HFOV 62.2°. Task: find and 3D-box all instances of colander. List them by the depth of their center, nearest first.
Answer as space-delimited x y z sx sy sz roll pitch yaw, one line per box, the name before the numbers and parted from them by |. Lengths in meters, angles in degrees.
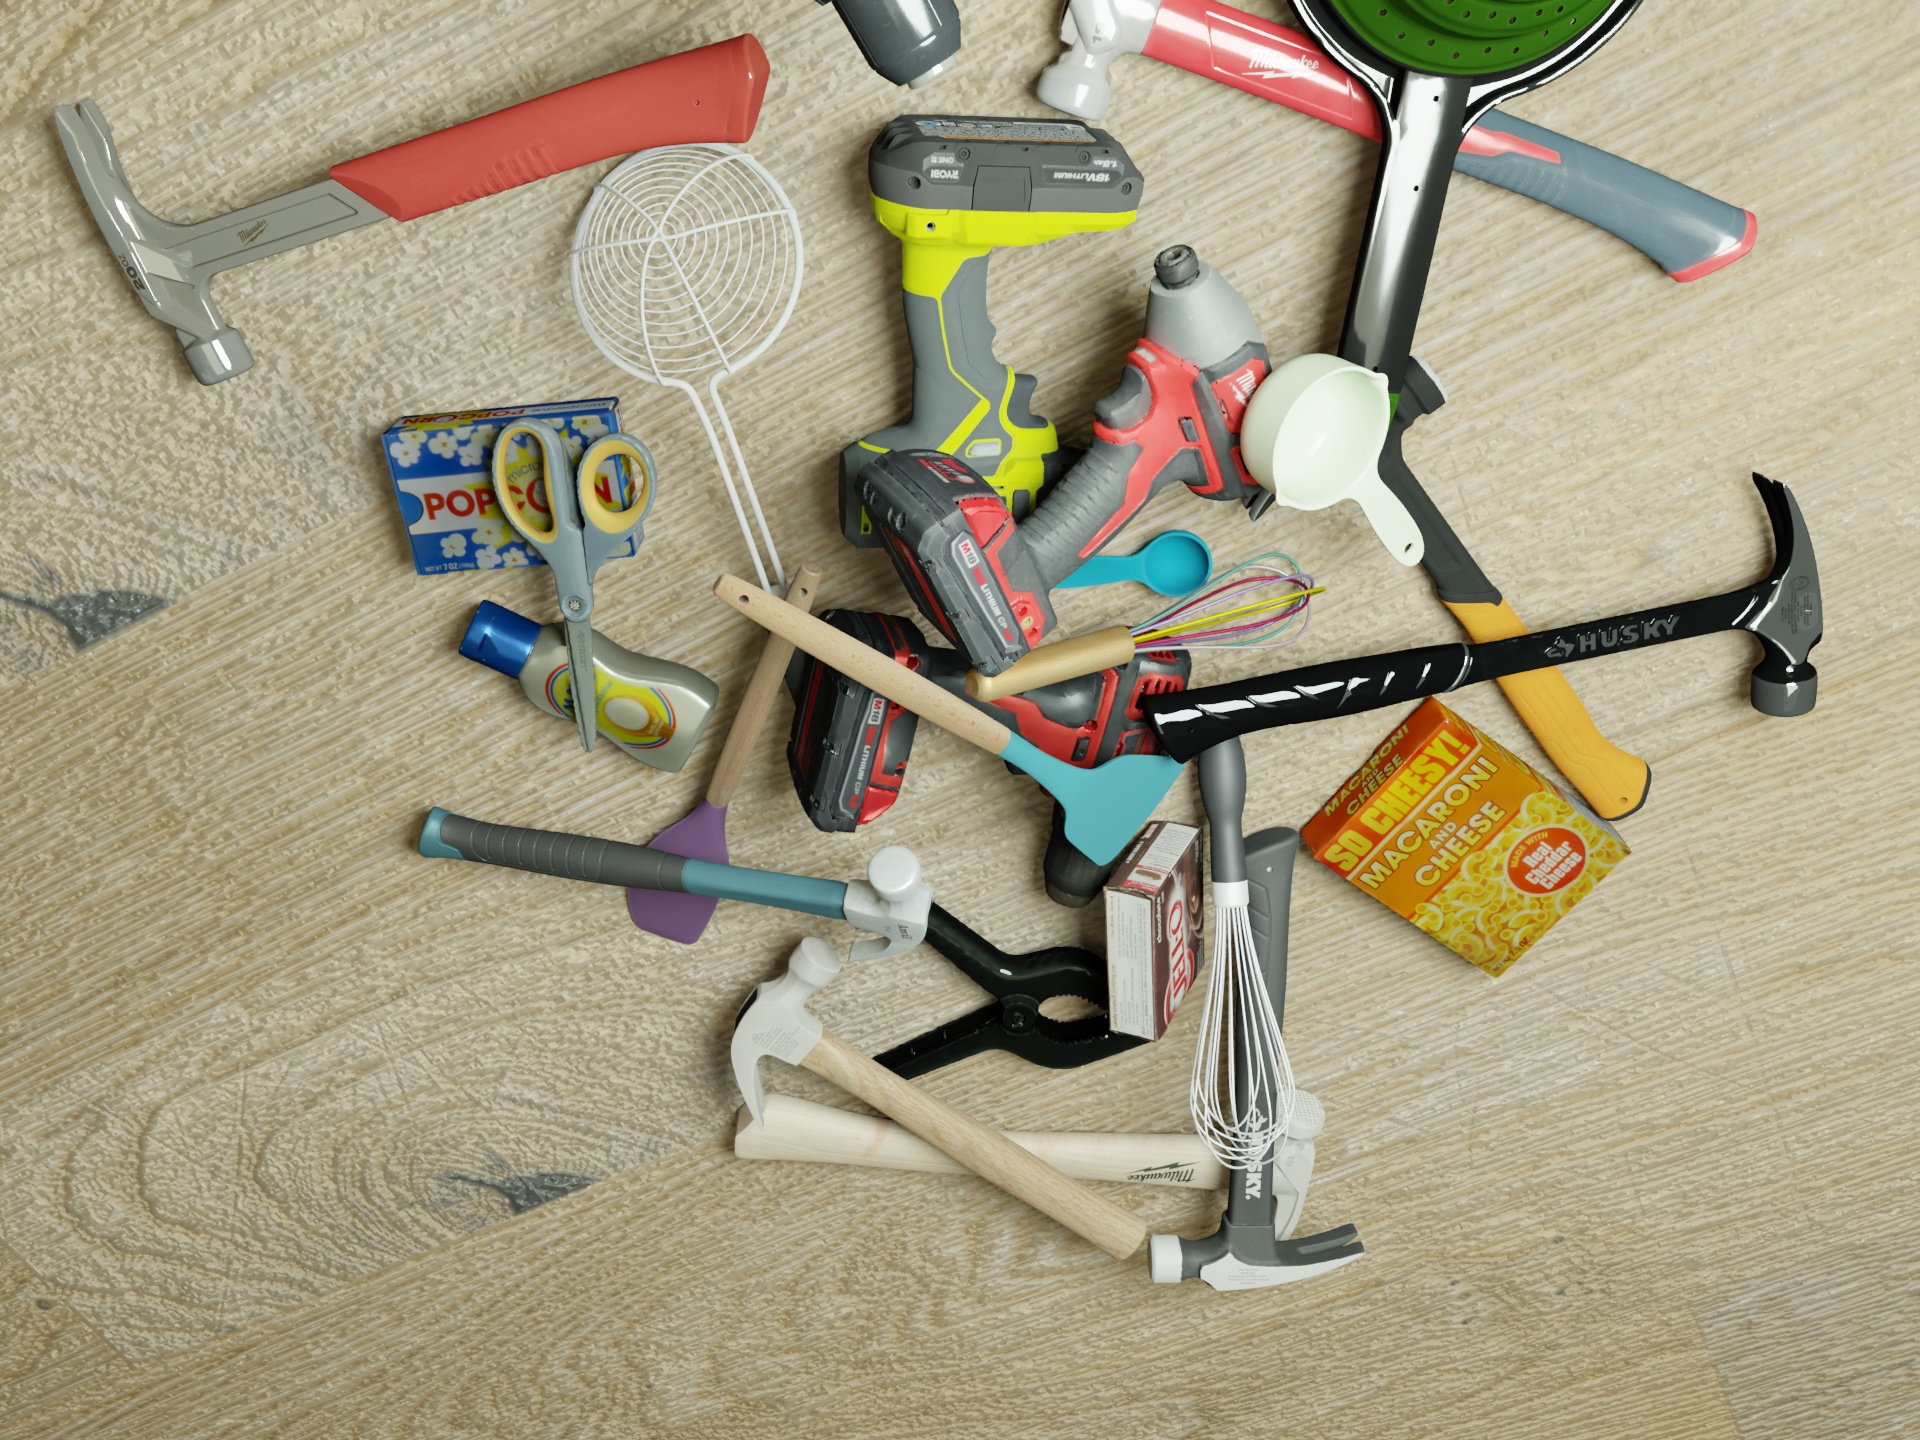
colander | 0.237 -0.310 0.750 0.204 0.095 0.396 5 114 -5

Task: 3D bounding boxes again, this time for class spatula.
spatula | -0.001 -0.003 0.869 0.317 0.044 0.082 30 104 -28
spatula | -0.143 0.029 0.965 0.059 0.018 0.315 21 126 -9

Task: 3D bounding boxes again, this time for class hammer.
hammer | -0.267 -0.281 0.791 0.359 0.037 0.149 -12 117 15
hammer | 0.243 -0.325 0.817 0.386 0.038 0.143 16 114 -10
hammer | 0.305 -0.039 0.923 0.409 0.036 0.149 -11 113 -4
hammer | 0.312 -0.054 0.959 0.127 0.034 0.336 -38 112 15
hammer | -0.177 0.091 0.966 0.331 0.033 0.128 8 152 11
hammer | 0.205 0.231 1.068 0.146 0.035 0.334 0 106 0
hammer | -0.011 0.278 1.077 0.331 0.031 0.130 35 109 -16
hammer | 0.045 0.317 1.137 0.410 0.038 0.146 5 118 -4

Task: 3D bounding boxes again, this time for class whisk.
whisk | 0.110 -0.050 0.892 0.245 0.047 0.051 -16 116 -29
whisk | 0.172 0.140 0.997 0.070 0.070 0.284 -4 92 0

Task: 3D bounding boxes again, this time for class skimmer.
skimmer | -0.116 -0.137 0.904 0.127 0.090 0.362 -9 127 9

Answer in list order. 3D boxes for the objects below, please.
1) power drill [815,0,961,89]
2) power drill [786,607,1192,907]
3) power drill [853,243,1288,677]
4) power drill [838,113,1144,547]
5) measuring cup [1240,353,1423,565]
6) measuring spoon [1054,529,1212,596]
power drill | -0.061 -0.369 0.675 0.080 0.229 0.190 -28 115 12
power drill | 0.016 0.026 0.950 0.226 0.080 0.187 5 118 -21
power drill | 0.065 -0.136 0.813 0.219 0.079 0.143 -35 133 -7
power drill | 0.024 -0.200 0.852 0.171 0.080 0.223 -2 121 -10
measuring cup | 0.202 -0.131 0.842 0.083 0.038 0.167 -50 137 3
measuring spoon | 0.085 -0.094 0.944 0.128 0.021 0.042 -2 122 9
